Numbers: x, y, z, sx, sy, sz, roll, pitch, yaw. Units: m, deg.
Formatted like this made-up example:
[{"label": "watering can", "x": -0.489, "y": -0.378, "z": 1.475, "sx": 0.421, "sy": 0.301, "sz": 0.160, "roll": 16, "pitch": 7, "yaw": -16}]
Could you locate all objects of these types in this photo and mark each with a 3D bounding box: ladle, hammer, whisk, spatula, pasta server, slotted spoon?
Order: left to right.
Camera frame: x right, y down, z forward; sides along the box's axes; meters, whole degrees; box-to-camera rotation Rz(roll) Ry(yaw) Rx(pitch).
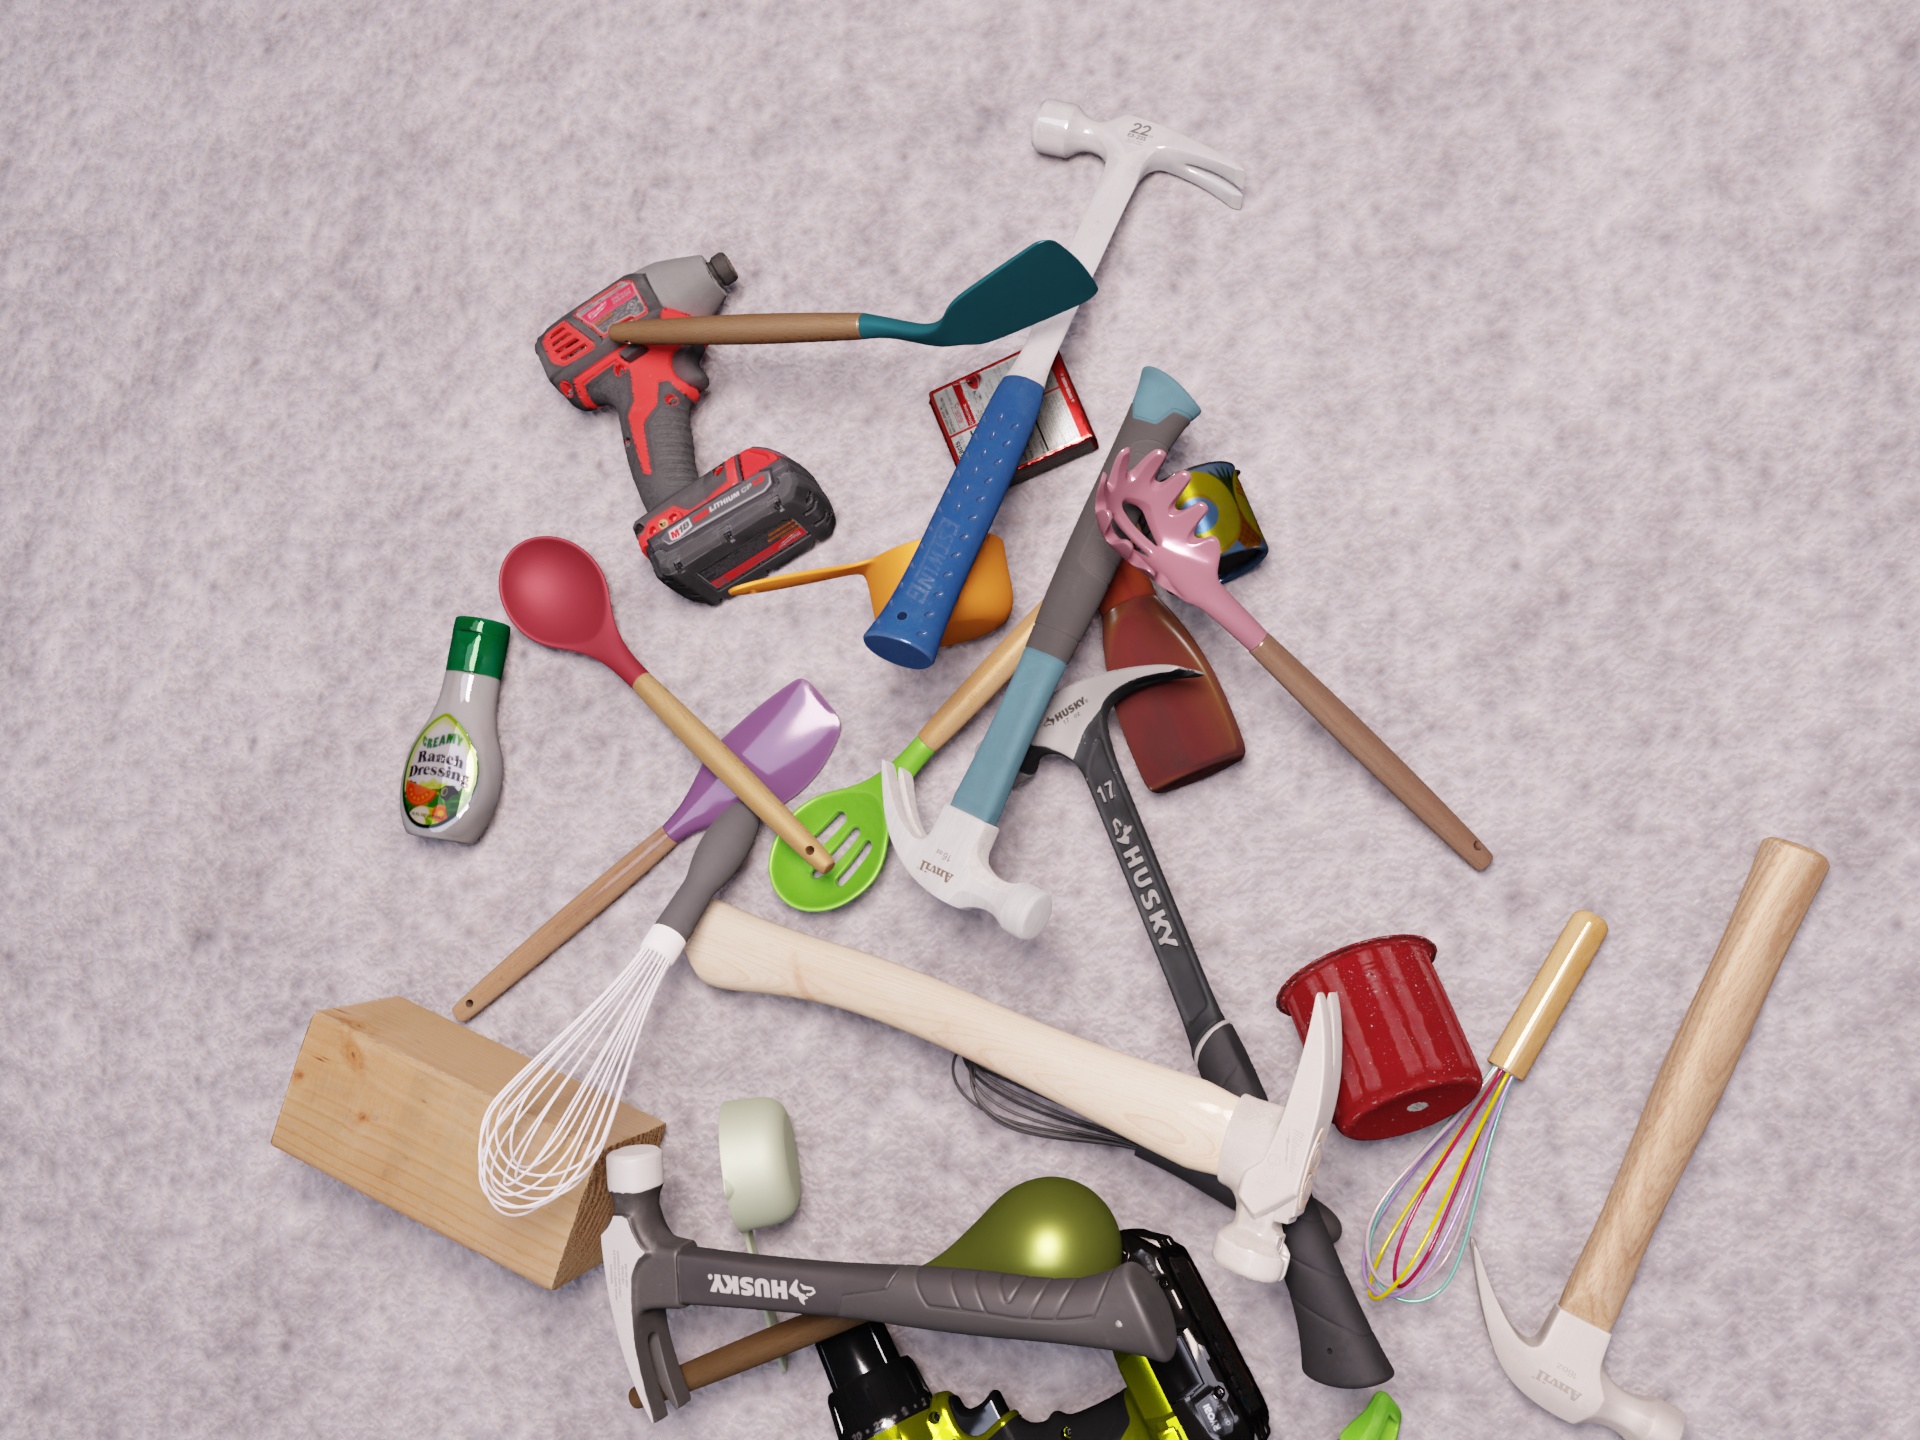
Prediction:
[{"label": "whisk", "x": -0.190, "y": 0.158, "z": 0.929, "sx": 0.070, "sy": 0.070, "sz": 0.285, "roll": 19, "pitch": 55, "yaw": 15}, {"label": "spatula", "x": -0.204, "y": 0.091, "z": 1.021, "sx": 0.316, "sy": 0.018, "sz": 0.060, "roll": -40, "pitch": 84, "yaw": 3}, {"label": "ladle", "x": -0.187, "y": -0.010, "z": 1.016, "sx": 0.316, "sy": 0.031, "sz": 0.069, "roll": 42, "pitch": 92, "yaw": 21}, {"label": "spatula", "x": -0.078, "y": -0.246, "z": 0.953, "sx": 0.317, "sy": 0.082, "sz": 0.044, "roll": 5, "pitch": 85, "yaw": 25}, {"label": "ladle", "x": -0.055, "y": 0.335, "z": 0.890, "sx": 0.320, "sy": 0.062, "sz": 0.078, "roll": -29, "pitch": 41, "yaw": 21}, {"label": "hammer", "x": -0.048, "y": 0.307, "z": 0.838, "sx": 0.335, "sy": 0.035, "sz": 0.146, "roll": -5, "pitch": 88, "yaw": 27}, {"label": "slotted spoon", "x": -0.002, "y": -0.003, "z": 0.966, "sx": 0.313, "sy": 0.031, "sz": 0.070, "roll": -47, "pitch": 69, "yaw": 10}, {"label": "hammer", "x": 0.009, "y": 0.164, "z": 0.894, "sx": 0.411, "sy": 0.038, "sz": 0.146, "roll": 15, "pitch": 89, "yaw": 31}, {"label": "hammer", "x": 0.047, "y": -0.208, "z": 0.949, "sx": 0.144, "sy": 0.035, "sz": 0.406, "roll": 18, "pitch": 68, "yaw": 13}, {"label": "hammer", "x": 0.056, "y": -0.049, "z": 0.914, "sx": 0.128, "sy": 0.033, "sz": 0.331, "roll": 23, "pitch": 86, "yaw": 32}, {"label": "whisk", "x": 0.105, "y": 0.243, "z": 0.912, "sx": 0.239, "sy": 0.055, "sz": 0.055, "roll": 24, "pitch": 87, "yaw": 11}, {"label": "hammer", "x": 0.135, "y": 0.156, "z": 0.870, "sx": 0.149, "sy": 0.036, "sz": 0.409, "roll": -34, "pitch": 65, "yaw": 30}, {"label": "pasta server", "x": 0.189, "y": -0.027, "z": 0.884, "sx": 0.316, "sy": 0.040, "sz": 0.060, "roll": 43, "pitch": 66, "yaw": -7}, {"label": "whisk", "x": 0.290, "y": 0.212, "z": 0.873, "sx": 0.051, "sy": 0.047, "sz": 0.245, "roll": 29, "pitch": 84, "yaw": 32}, {"label": "hammer", "x": 0.382, "y": 0.216, "z": 0.859, "sx": 0.130, "sy": 0.031, "sz": 0.331, "roll": 25, "pitch": 87, "yaw": 15}]

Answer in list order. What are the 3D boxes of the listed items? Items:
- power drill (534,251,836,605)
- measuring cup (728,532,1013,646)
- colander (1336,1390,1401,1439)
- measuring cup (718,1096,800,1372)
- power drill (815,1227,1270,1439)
[{"label": "power drill", "x": -0.176, "y": -0.199, "z": 1.037, "sx": 0.143, "sy": 0.078, "sz": 0.220, "roll": -31, "pitch": 72, "yaw": 7}, {"label": "measuring cup", "x": -0.050, "y": -0.069, "z": 0.955, "sx": 0.173, "sy": 0.095, "sz": 0.052, "roll": -10, "pitch": 80, "yaw": -20}, {"label": "colander", "x": 0.083, "y": 0.500, "z": 0.846, "sx": 0.397, "sy": 0.204, "sz": 0.095, "roll": -46, "pitch": 39, "yaw": -14}, {"label": "measuring cup", "x": -0.108, "y": 0.305, "z": 0.946, "sx": 0.038, "sy": 0.083, "sz": 0.167, "roll": -12, "pitch": 94, "yaw": 0}, {"label": "power drill", "x": 0.036, "y": 0.379, "z": 0.887, "sx": 0.228, "sy": 0.080, "sz": 0.191, "roll": -32, "pitch": 66, "yaw": 9}]
